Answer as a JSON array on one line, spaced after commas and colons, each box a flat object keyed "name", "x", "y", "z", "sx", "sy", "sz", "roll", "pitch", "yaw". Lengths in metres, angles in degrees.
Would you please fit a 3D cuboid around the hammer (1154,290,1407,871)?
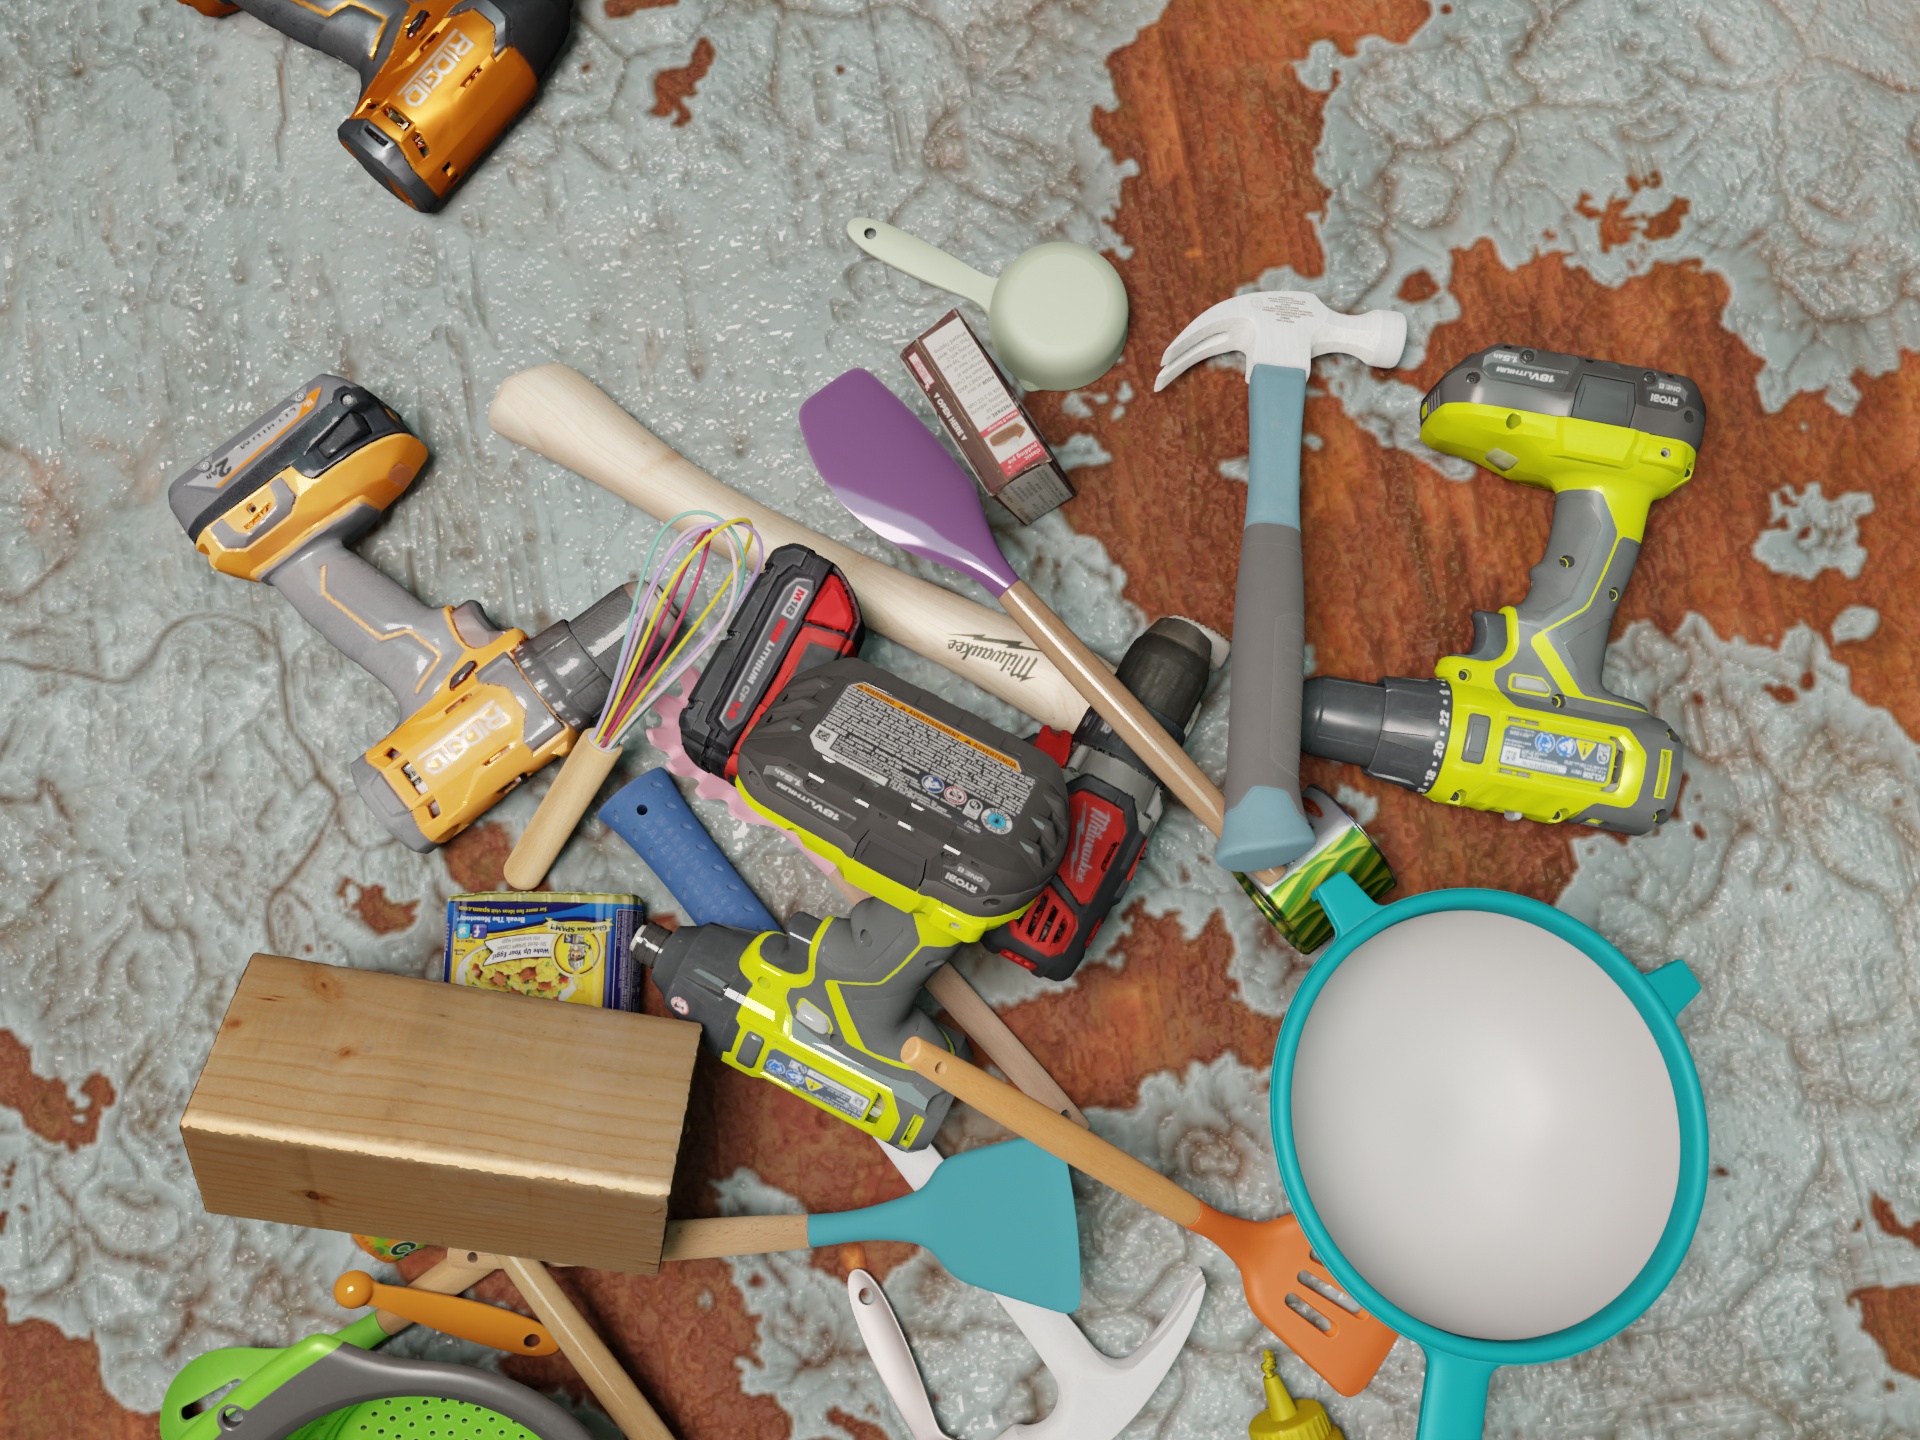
[{"name": "hammer", "x": 0.154, "y": -0.080, "z": 0.778, "sx": 0.128, "sy": 0.033, "sz": 0.331, "roll": 8, "pitch": 62, "yaw": 0}]

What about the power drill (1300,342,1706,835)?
[{"name": "power drill", "x": 0.275, "y": -0.066, "z": 0.810, "sx": 0.190, "sy": 0.080, "sz": 0.228, "roll": 11, "pitch": 86, "yaw": 4}]

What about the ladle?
[{"name": "ladle", "x": -0.135, "y": 0.370, "z": 0.762, "sx": 0.078, "sy": 0.062, "sz": 0.320, "roll": -36, "pitch": 91, "yaw": 1}]

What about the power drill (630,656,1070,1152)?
[{"name": "power drill", "x": -0.056, "y": 0.088, "z": 0.711, "sx": 0.171, "sy": 0.223, "sz": 0.080, "roll": 27, "pitch": 41, "yaw": 3}]

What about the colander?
[{"name": "colander", "x": -0.204, "y": 0.441, "z": 0.771, "sx": 0.204, "sy": 0.094, "sz": 0.397, "roll": -40, "pitch": 101, "yaw": -2}]

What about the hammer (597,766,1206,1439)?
[{"name": "hammer", "x": -0.042, "y": 0.189, "z": 0.811, "sx": 0.144, "sy": 0.035, "sz": 0.405, "roll": -39, "pitch": 83, "yaw": -2}]

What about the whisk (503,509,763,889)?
[{"name": "whisk", "x": -0.171, "y": -0.006, "z": 0.789, "sx": 0.051, "sy": 0.047, "sz": 0.245, "roll": 30, "pitch": 115, "yaw": -13}]

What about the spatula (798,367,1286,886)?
[{"name": "spatula", "x": 0.039, "y": -0.041, "z": 0.747, "sx": 0.060, "sy": 0.018, "sz": 0.316, "roll": -41, "pitch": 85, "yaw": -20}]

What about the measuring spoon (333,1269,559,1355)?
[{"name": "measuring spoon", "x": -0.257, "y": 0.301, "z": 0.799, "sx": 0.116, "sy": 0.011, "sz": 0.021, "roll": 23, "pitch": 95, "yaw": -16}]

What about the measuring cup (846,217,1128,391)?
[{"name": "measuring cup", "x": 0.013, "y": -0.239, "z": 0.858, "sx": 0.167, "sy": 0.038, "sz": 0.083, "roll": 26, "pitch": 85, "yaw": 3}]

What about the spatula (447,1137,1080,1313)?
[{"name": "spatula", "x": -0.100, "y": 0.250, "z": 0.770, "sx": 0.317, "sy": 0.044, "sz": 0.082, "roll": -6, "pitch": 87, "yaw": 7}]

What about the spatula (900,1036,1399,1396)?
[{"name": "spatula", "x": 0.097, "y": 0.223, "z": 0.742, "sx": 0.322, "sy": 0.041, "sz": 0.081, "roll": 36, "pitch": 81, "yaw": -28}]

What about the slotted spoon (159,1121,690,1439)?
[{"name": "slotted spoon", "x": -0.274, "y": 0.291, "z": 0.814, "sx": 0.314, "sy": 0.031, "sz": 0.070, "roll": -33, "pitch": 89, "yaw": -3}]

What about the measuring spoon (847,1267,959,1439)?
[{"name": "measuring spoon", "x": -0.025, "y": 0.336, "z": 0.806, "sx": 0.034, "sy": 0.018, "sz": 0.124, "roll": -29, "pitch": 76, "yaw": 9}]

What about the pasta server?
[{"name": "pasta server", "x": -0.045, "y": 0.096, "z": 0.822, "sx": 0.060, "sy": 0.040, "sz": 0.316, "roll": -42, "pitch": 84, "yaw": -7}]

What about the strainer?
[{"name": "strainer", "x": 0.223, "y": 0.252, "z": 0.745, "sx": 0.211, "sy": 0.095, "sz": 0.340, "roll": 15, "pitch": 73, "yaw": -5}]

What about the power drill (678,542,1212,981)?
[{"name": "power drill", "x": -0.001, "y": -0.002, "z": 0.779, "sx": 0.226, "sy": 0.080, "sz": 0.188, "roll": 28, "pitch": 81, "yaw": 2}]

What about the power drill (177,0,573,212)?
[{"name": "power drill", "x": -0.328, "y": -0.410, "z": 0.876, "sx": 0.226, "sy": 0.084, "sz": 0.164, "roll": 40, "pitch": 85, "yaw": 2}]

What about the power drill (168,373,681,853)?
[{"name": "power drill", "x": -0.274, "y": -0.071, "z": 0.832, "sx": 0.185, "sy": 0.084, "sz": 0.226, "roll": -37, "pitch": 87, "yaw": -3}]

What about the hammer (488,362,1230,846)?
[{"name": "hammer", "x": -0.072, "y": -0.069, "z": 0.844, "sx": 0.410, "sy": 0.038, "sz": 0.146, "roll": 28, "pitch": 86, "yaw": 6}]
